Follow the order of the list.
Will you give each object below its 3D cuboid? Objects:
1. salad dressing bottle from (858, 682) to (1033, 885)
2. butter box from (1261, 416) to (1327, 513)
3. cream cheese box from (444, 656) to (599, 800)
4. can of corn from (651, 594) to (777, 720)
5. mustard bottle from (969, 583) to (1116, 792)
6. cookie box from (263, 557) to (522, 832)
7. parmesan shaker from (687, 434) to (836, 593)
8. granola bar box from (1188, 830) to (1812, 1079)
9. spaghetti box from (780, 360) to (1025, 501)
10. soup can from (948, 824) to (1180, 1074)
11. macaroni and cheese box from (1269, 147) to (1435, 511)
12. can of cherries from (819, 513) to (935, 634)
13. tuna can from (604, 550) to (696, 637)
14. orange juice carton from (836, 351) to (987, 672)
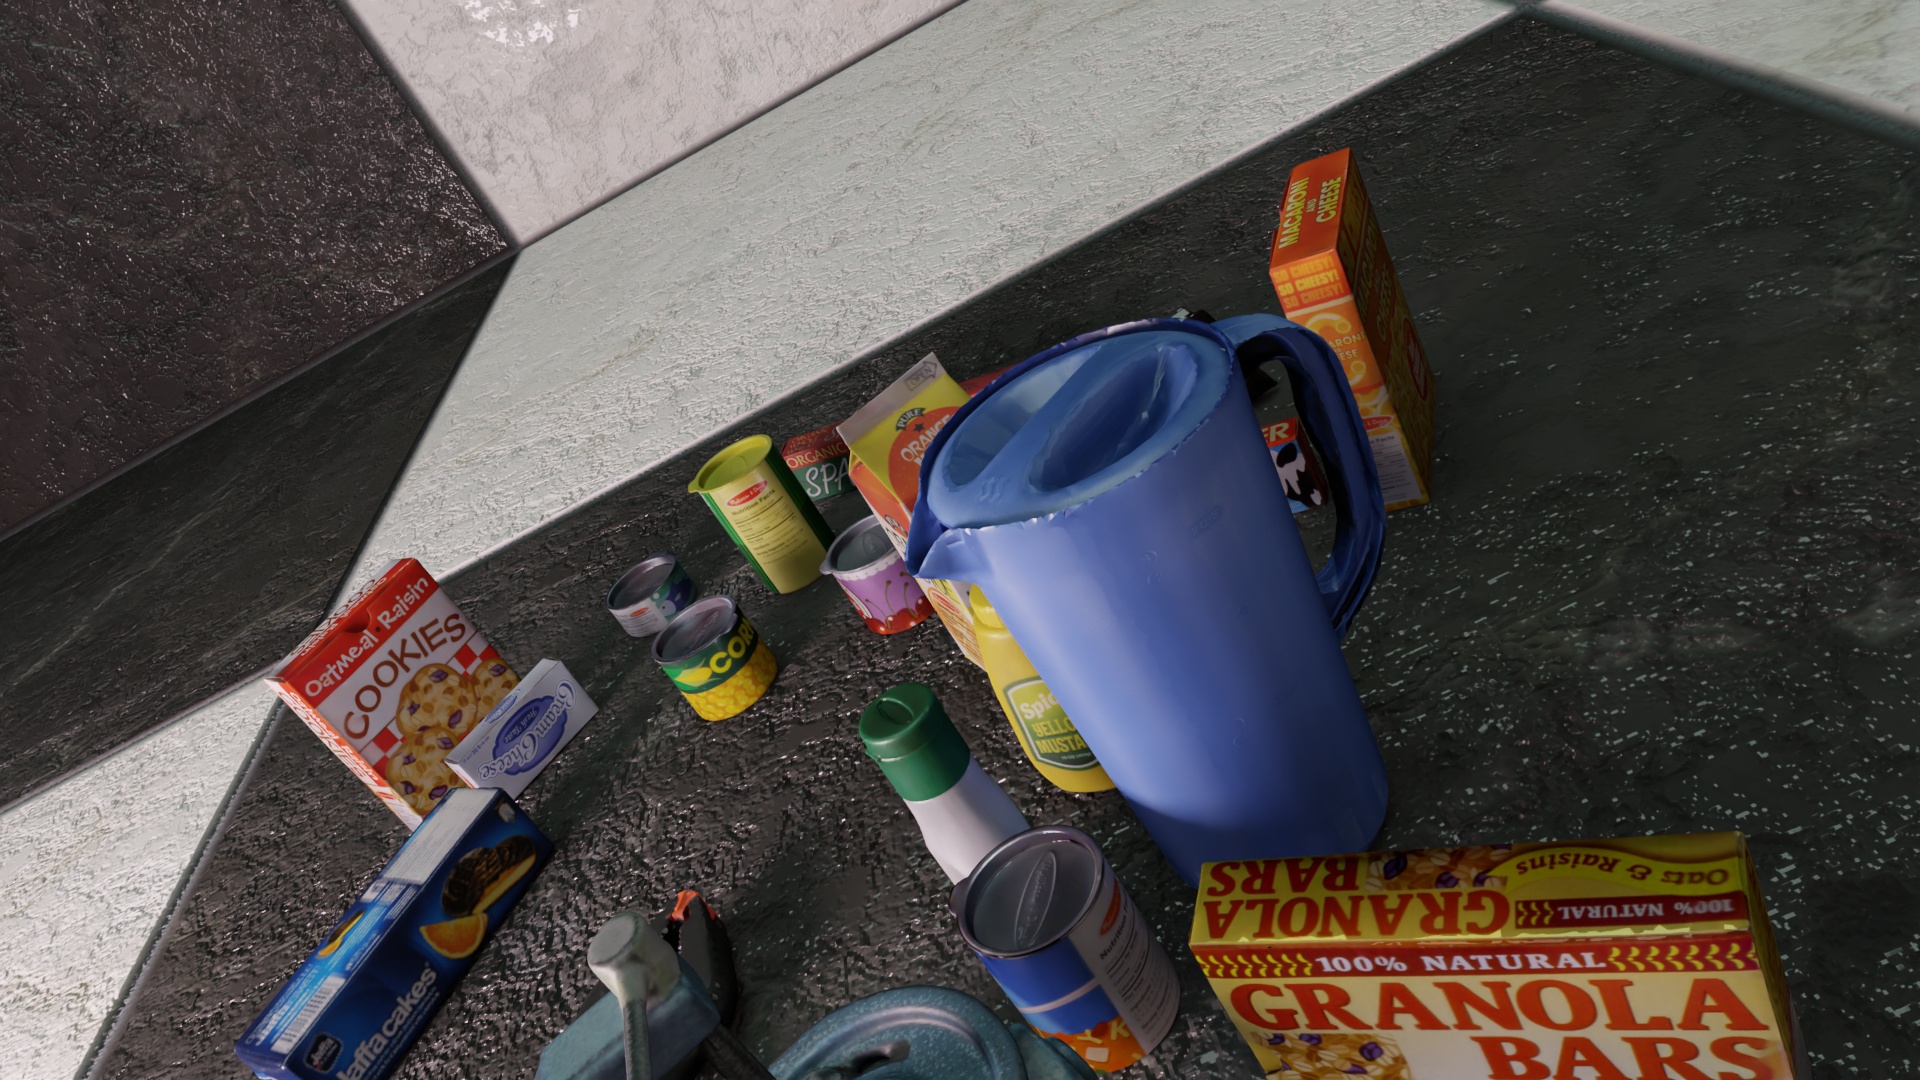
[{"bbox_3d":[0.005,0.128,0.623,0.044,0.147,0.064,-41,30,-17],"label":"salad dressing bottle"},{"bbox_3d":[0.160,-0.033,0.828,0.103,0.053,0.024,-16,32,24],"label":"butter box"},{"bbox_3d":[-0.314,0.139,0.999,0.024,0.053,0.104,1,42,44],"label":"cream cheese box"},{"bbox_3d":[-0.165,0.080,0.948,0.071,0.058,0.071,-23,30,14],"label":"can of corn"},{"bbox_3d":[0.042,0.057,0.686,0.065,0.159,0.049,-16,32,25],"label":"mustard bottle"},{"bbox_3d":[-0.386,0.113,0.989,0.040,0.167,0.123,-3,39,40],"label":"cookie box"},{"bbox_3d":[-0.145,-0.018,1.035,0.071,0.102,0.072,-23,30,14],"label":"parmesan shaker"},{"bbox_3d":[0.174,0.153,0.451,0.165,0.123,0.039,-12,34,31],"label":"granola bar box"},{"bbox_3d":[-0.029,-0.085,1.088,0.249,0.050,0.029,-15,32,26],"label":"spaghetti box"},{"bbox_3d":[0.044,0.172,0.583,0.071,0.083,0.072,-23,30,14],"label":"soup can"},{"bbox_3d":[0.224,-0.117,0.782,0.040,0.166,0.124,-13,33,29],"label":"macaroni and cheese box"},{"bbox_3d":[-0.050,0.022,0.932,0.071,0.058,0.072,-23,30,14],"label":"can of cherries"},{"bbox_3d":[-0.246,0.042,1.108,0.071,0.032,0.071,-23,30,14],"label":"tuna can"},{"bbox_3d":[0.003,-0.010,0.793,0.072,0.192,0.073,-39,29,-14],"label":"orange juice carton"}]
